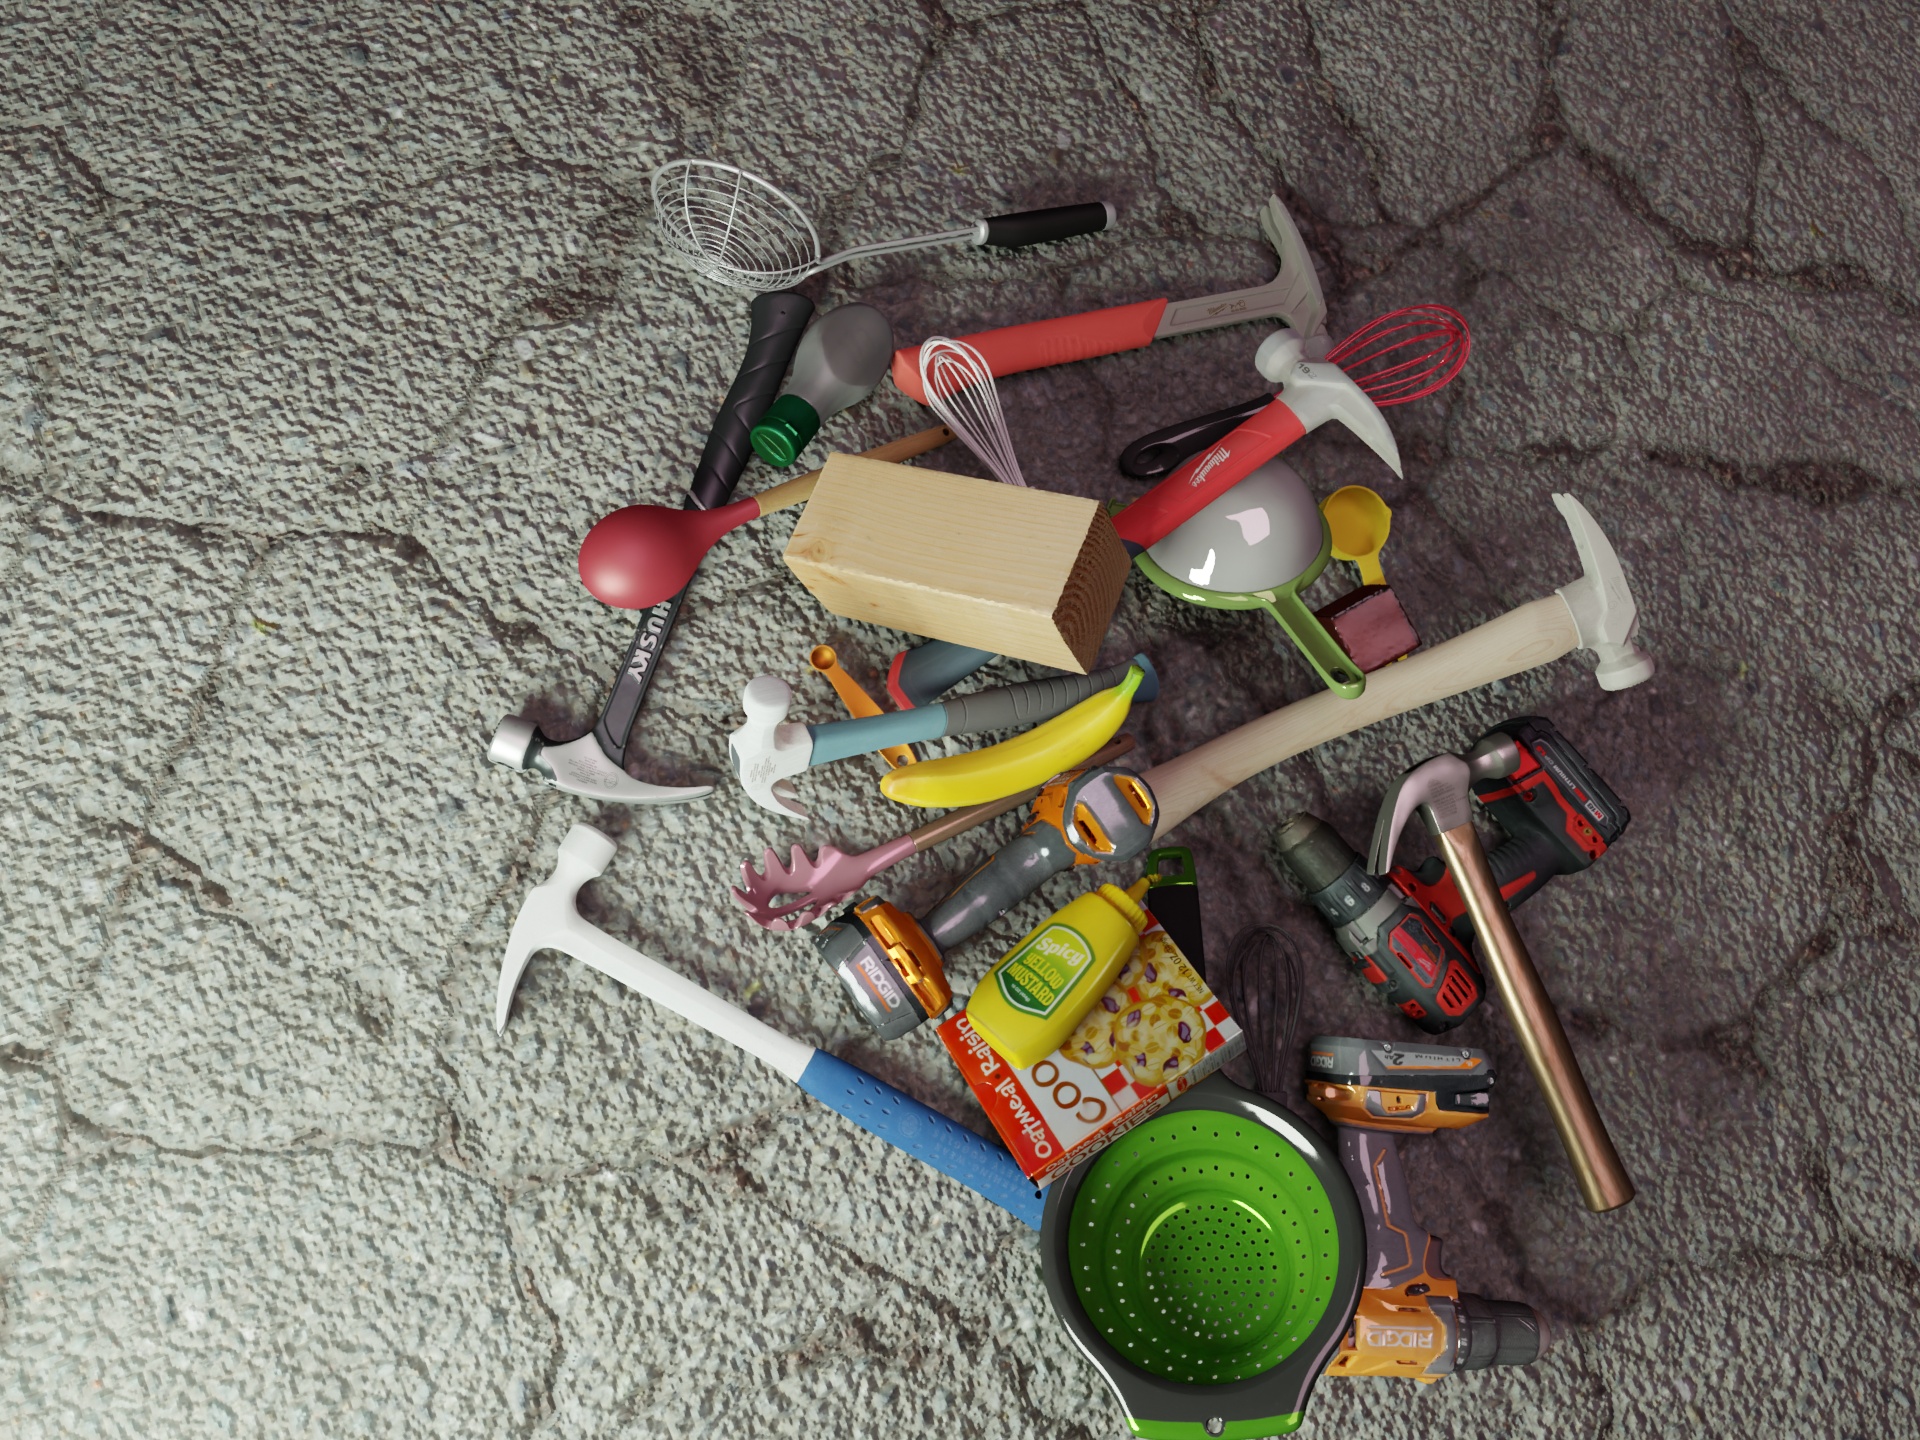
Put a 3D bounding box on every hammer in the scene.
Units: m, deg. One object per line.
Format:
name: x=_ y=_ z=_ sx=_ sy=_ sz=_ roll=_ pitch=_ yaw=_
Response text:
hammer: x=0.387 y=0.182 z=1.112 sx=0.130 sy=0.031 sz=0.331 roll=-20 pitch=85 yaw=-11
hammer: x=0.119 y=-0.116 z=1.113 sx=0.386 sy=0.038 sz=0.143 roll=-36 pitch=58 yaw=2
hammer: x=0.280 y=-0.020 z=1.136 sx=0.410 sy=0.038 sz=0.146 roll=-23 pitch=96 yaw=1
hammer: x=-0.115 y=0.228 z=1.053 sx=0.405 sy=0.035 sz=0.144 roll=30 pitch=72 yaw=-4
hammer: x=-0.185 y=-0.131 z=1.127 sx=0.149 sy=0.036 sz=0.409 roll=22 pitch=72 yaw=-8
hammer: x=0.117 y=-0.313 z=1.240 sx=0.359 sy=0.036 sz=0.149 roll=-14 pitch=80 yaw=-16
hammer: x=-0.002 y=-0.004 z=1.099 sx=0.331 sy=0.128 sz=0.033 roll=-11 pitch=54 yaw=-27

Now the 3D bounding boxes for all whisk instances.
whisk: x=0.259 y=-0.250 z=1.231 sx=0.296 sy=0.073 sz=0.073 roll=-22 pitch=82 yaw=-4
whisk: x=0.214 y=0.262 z=1.116 sx=0.055 sy=0.055 sz=0.239 roll=3 pitch=80 yaw=-12
whisk: x=0.040 y=-0.171 z=1.165 sx=0.059 sy=0.058 sz=0.246 roll=-39 pitch=102 yaw=-45

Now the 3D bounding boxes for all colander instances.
colander: x=0.160 y=0.279 z=1.079 sx=0.204 sy=0.094 sz=0.397 roll=-7 pitch=57 yaw=11

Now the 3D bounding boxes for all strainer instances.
strainer: x=0.219 y=-0.120 z=1.135 sx=0.151 sy=0.069 sz=0.257 roll=-18 pitch=48 yaw=-12

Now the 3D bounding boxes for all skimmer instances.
skimmer: x=-0.047 y=-0.387 z=1.193 sx=0.363 sy=0.127 sz=0.090 roll=-16 pitch=87 yaw=-25

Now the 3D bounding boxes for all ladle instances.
ladle: x=-0.123 y=-0.158 z=1.123 sx=0.315 sy=0.031 sz=0.069 roll=-27 pitch=92 yaw=-30

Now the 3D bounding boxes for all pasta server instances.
pasta server: x=-0.011 y=0.071 z=1.115 sx=0.316 sy=0.040 sz=0.060 roll=-24 pitch=55 yaw=-19

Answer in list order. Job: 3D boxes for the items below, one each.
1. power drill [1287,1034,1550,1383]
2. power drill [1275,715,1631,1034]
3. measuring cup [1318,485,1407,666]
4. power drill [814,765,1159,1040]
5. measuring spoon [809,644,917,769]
power drill: x=0.322 y=0.339 z=1.104 sx=0.185 sy=0.084 sz=0.226 roll=7 pitch=79 yaw=-11
power drill: x=0.358 y=0.093 z=1.175 sx=0.227 sy=0.080 sz=0.188 roll=-41 pitch=88 yaw=-15
measuring cup: x=0.318 y=-0.106 z=1.245 sx=0.062 sy=0.029 sz=0.156 roll=-17 pitch=92 yaw=-14
power drill: x=0.016 y=0.111 z=1.056 sx=0.226 sy=0.164 sz=0.084 roll=-35 pitch=92 yaw=-10
measuring spoon: x=-0.069 y=-0.005 z=1.137 sx=0.021 sy=0.011 sz=0.117 roll=-38 pitch=91 yaw=-18
